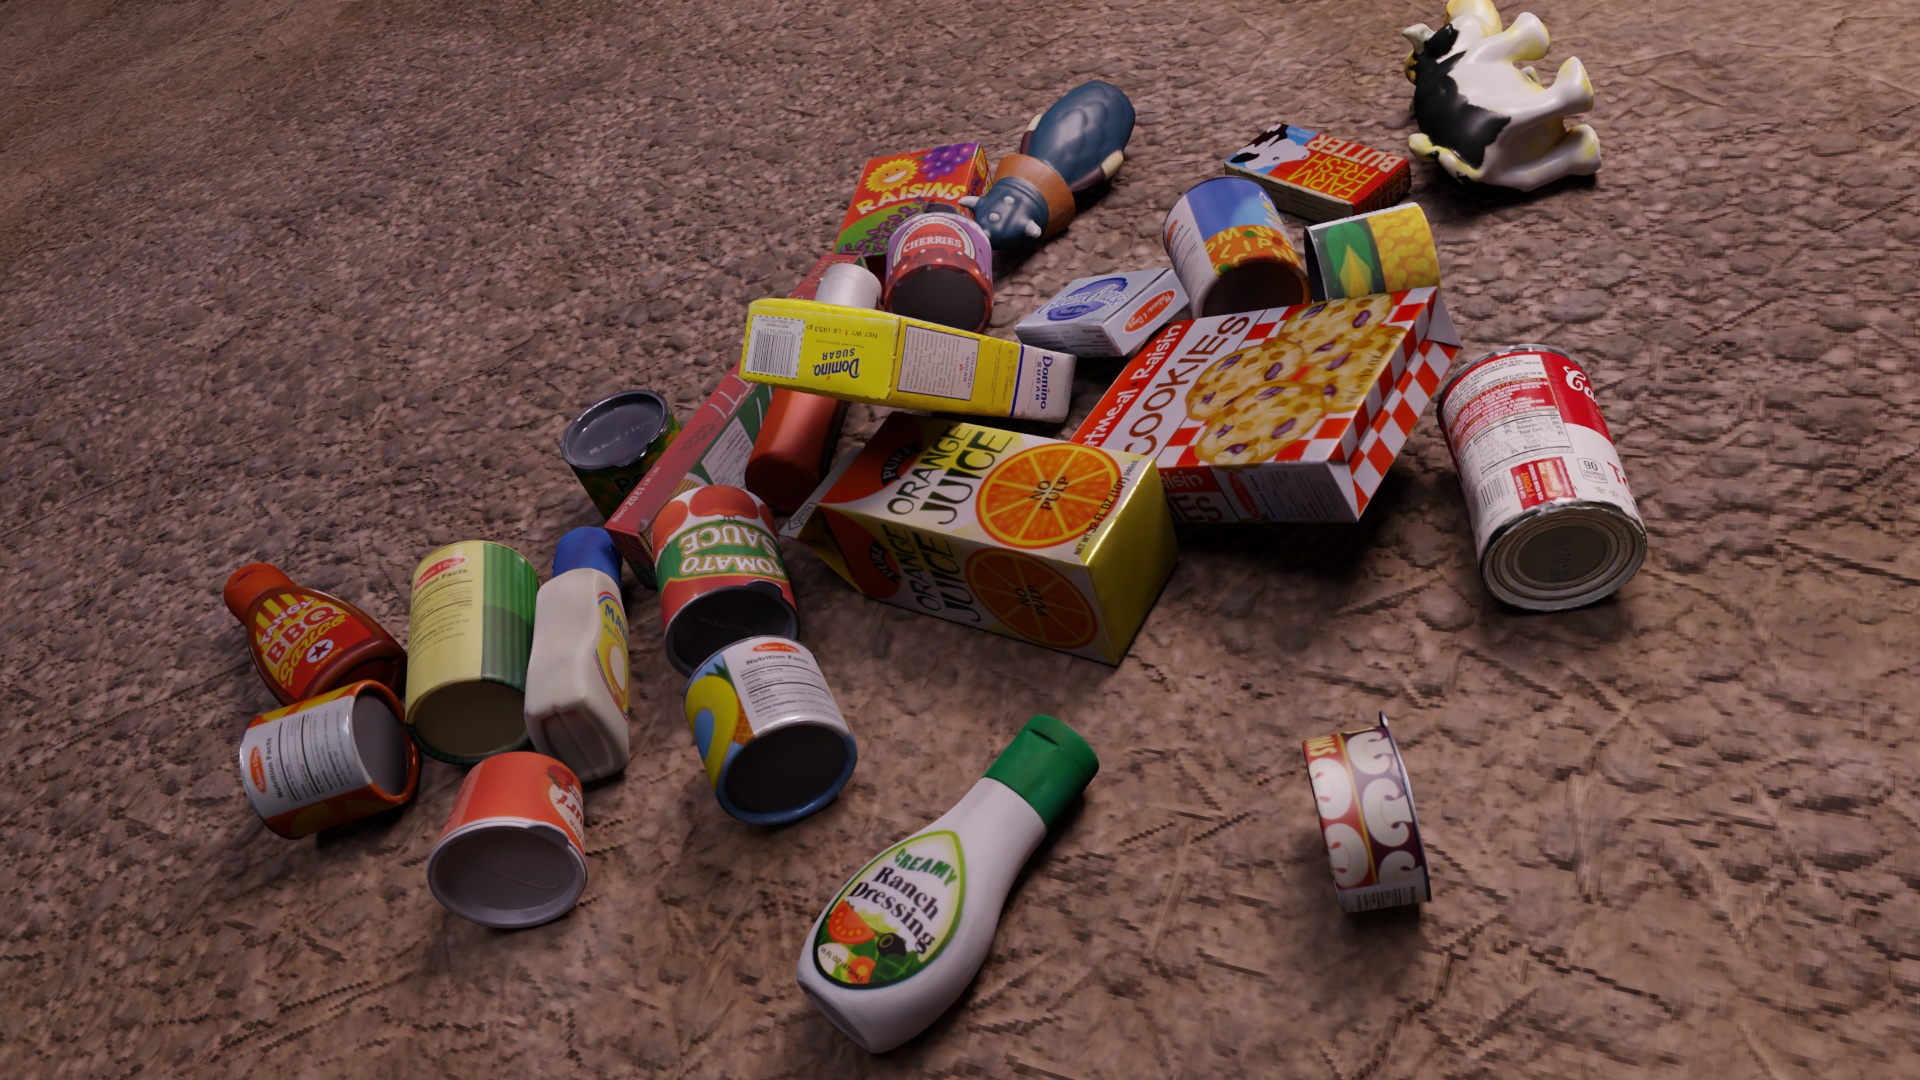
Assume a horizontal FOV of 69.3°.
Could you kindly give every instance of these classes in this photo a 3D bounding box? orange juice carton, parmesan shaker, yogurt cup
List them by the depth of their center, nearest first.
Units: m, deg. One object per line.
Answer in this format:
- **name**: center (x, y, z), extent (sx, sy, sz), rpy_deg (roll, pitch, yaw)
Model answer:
- **yogurt cup**: center (-0.202, 0.134, 0.630), extent (0.072, 0.072, 0.054), rpy_deg (-18, 35, 4)
- **orange juice carton**: center (0.002, -0.009, 0.684), extent (0.193, 0.072, 0.072), rpy_deg (13, 53, 32)
- **parmesan shaker**: center (-0.255, 0.060, 0.723), extent (0.071, 0.071, 0.103), rpy_deg (-22, 44, 0)

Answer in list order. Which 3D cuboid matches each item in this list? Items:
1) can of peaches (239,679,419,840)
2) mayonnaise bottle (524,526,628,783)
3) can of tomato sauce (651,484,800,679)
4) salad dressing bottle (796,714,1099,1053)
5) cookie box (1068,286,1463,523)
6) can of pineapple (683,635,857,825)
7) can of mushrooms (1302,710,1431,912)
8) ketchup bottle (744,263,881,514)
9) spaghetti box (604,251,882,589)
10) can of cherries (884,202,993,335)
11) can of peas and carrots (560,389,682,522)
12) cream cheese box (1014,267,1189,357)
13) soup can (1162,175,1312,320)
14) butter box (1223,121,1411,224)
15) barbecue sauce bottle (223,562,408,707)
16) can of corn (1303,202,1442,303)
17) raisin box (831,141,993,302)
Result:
- **can of peaches**: center (-0.313, 0.109, 0.698), extent (0.058, 0.071, 0.071), rpy_deg (-19, 43, 3)
- **mayonnaise bottle**: center (-0.193, 0.051, 0.712), extent (0.041, 0.064, 0.149), rpy_deg (-16, 39, 1)
- **can of tomato sauce**: center (-0.120, 0.020, 0.706), extent (0.071, 0.071, 0.083), rpy_deg (-22, 42, 0)
- **salad dressing bottle**: center (-0.001, 0.135, 0.563), extent (0.064, 0.043, 0.148), rpy_deg (23, 58, 38)
- **cookie box**: center (0.138, -0.061, 0.672), extent (0.167, 0.040, 0.123), rpy_deg (0, 43, 48)
- **can of pineapple**: center (-0.087, 0.088, 0.630), extent (0.071, 0.070, 0.058), rpy_deg (-27, 43, -6)
- **can of mushrooms**: center (0.151, 0.101, 0.519), extent (0.033, 0.070, 0.071), rpy_deg (-13, 44, 12)
- **ketchup bottle**: center (-0.081, -0.091, 0.790), extent (0.043, 0.064, 0.149), rpy_deg (20, 60, -9)
- **spaghetti box**: center (-0.119, -0.077, 0.817), extent (0.029, 0.050, 0.251), rpy_deg (10, 51, 29)
- **can of cherries**: center (-0.014, -0.159, 0.842), extent (0.071, 0.071, 0.059), rpy_deg (-11, 44, 11)
- **can of peas and carrots**: center (-0.187, -0.044, 0.804), extent (0.071, 0.058, 0.071), rpy_deg (-11, 45, 11)
- **cream cheese box**: center (0.076, -0.126, 0.779), extent (0.053, 0.024, 0.104), rpy_deg (-39, 21, -17)
- **soup can**: center (0.156, -0.154, 0.775), extent (0.071, 0.071, 0.084), rpy_deg (-15, 44, 7)
- **butter box**: center (0.217, -0.223, 0.850), extent (0.053, 0.024, 0.104), rpy_deg (-39, 45, -17)
- **barbecue sauce bottle**: center (-0.373, 0.056, 0.789), extent (0.149, 0.043, 0.065), rpy_deg (26, 62, 39)
- **can of corn**: center (0.218, -0.138, 0.736), extent (0.058, 0.071, 0.071), rpy_deg (-12, 44, 10)
- **raisin box**: center (-0.031, -0.213, 0.927), extent (0.086, 0.040, 0.124), rpy_deg (-5, 45, 19)
